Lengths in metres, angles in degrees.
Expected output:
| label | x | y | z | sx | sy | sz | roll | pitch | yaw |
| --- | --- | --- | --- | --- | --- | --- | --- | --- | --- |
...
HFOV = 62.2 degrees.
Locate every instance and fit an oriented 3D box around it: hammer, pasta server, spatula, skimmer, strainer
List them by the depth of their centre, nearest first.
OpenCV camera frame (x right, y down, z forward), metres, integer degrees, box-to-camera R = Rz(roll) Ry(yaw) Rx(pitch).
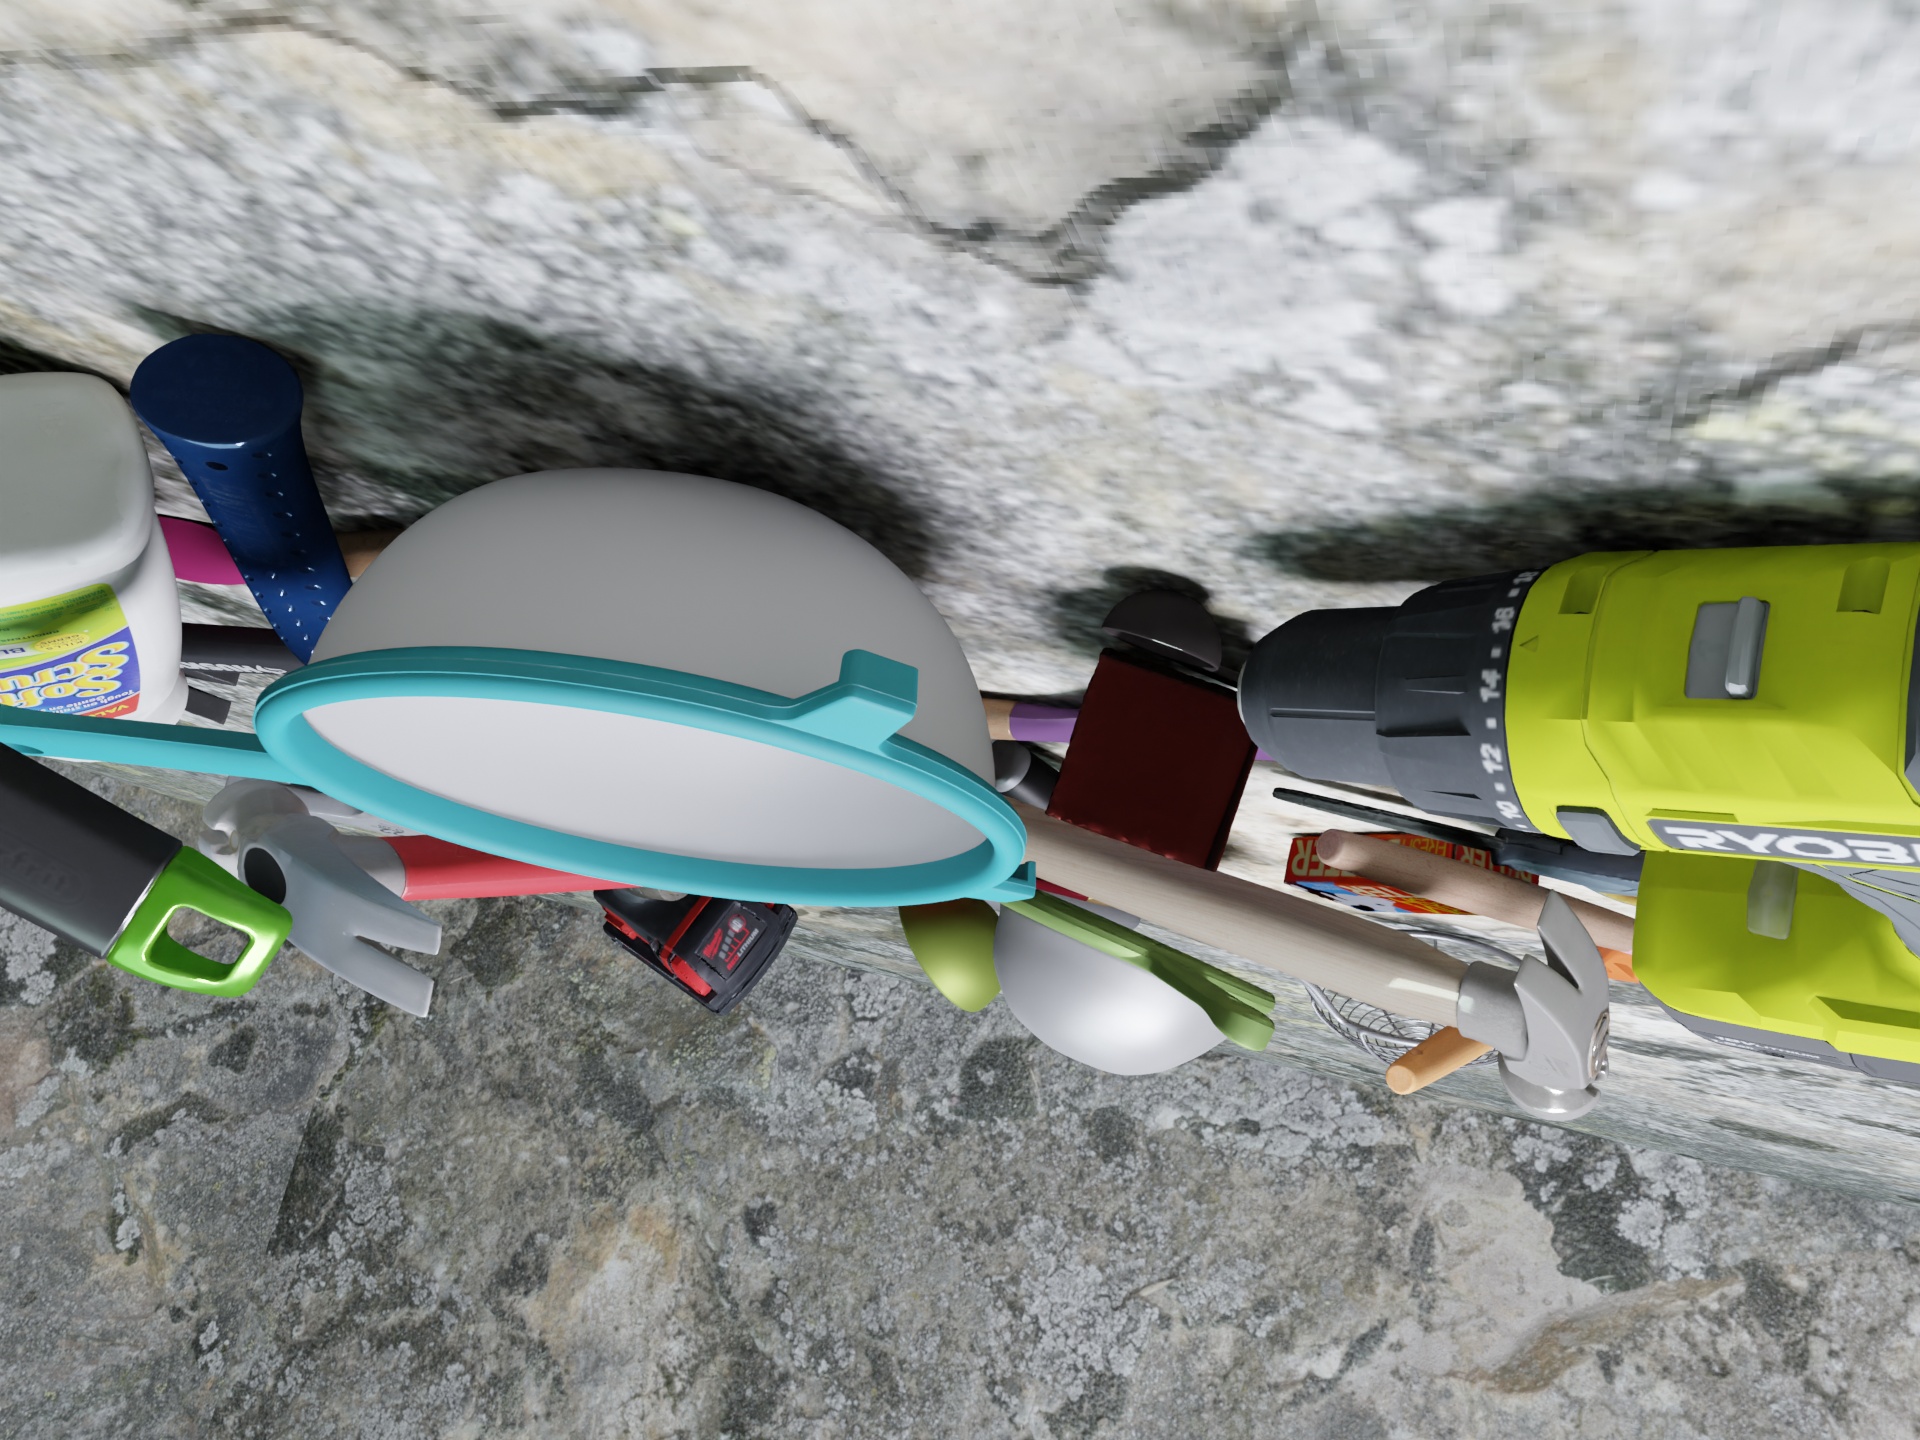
| label | x | y | z | sx | sy | sz | roll | pitch | yaw |
| --- | --- | --- | --- | --- | --- | --- | --- | --- | --- |
| strainer | -0.143 | -0.020 | 0.473 | 0.340 | 0.095 | 0.210 | 5 | 162 | 14 |
| hammer | -0.241 | -0.020 | 0.602 | 0.144 | 0.035 | 0.405 | 13 | 158 | -7 |
| spatula | -0.001 | -0.002 | 0.616 | 0.316 | 0.018 | 0.059 | 5 | 171 | 32 |
| hammer | 0.039 | 0.048 | 0.621 | 0.411 | 0.038 | 0.146 | 17 | 160 | 30 |
| pasta server | 0.254 | 0.090 | 0.647 | 0.316 | 0.040 | 0.060 | 17 | 169 | -33 |
| hammer | -0.102 | 0.061 | 0.681 | 0.143 | 0.038 | 0.386 | 22 | -167 | 39 |
| hammer | -0.272 | -0.027 | 0.707 | 0.335 | 0.035 | 0.146 | 4 | 164 | 20 |
| spatula | 0.269 | 0.133 | 0.727 | 0.081 | 0.041 | 0.322 | 4 | -173 | 39 |
| strainer | 0.082 | 0.136 | 0.731 | 0.151 | 0.069 | 0.256 | 24 | 178 | -9 |
| skimmer | 0.155 | 0.079 | 0.769 | 0.363 | 0.090 | 0.127 | 35 | 178 | -33 |

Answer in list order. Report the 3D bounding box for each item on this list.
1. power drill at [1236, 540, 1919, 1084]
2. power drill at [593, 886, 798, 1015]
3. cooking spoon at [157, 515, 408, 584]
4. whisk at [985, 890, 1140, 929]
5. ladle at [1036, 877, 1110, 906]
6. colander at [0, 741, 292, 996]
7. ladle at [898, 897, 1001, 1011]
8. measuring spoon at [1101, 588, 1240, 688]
| label | x | y | z | sx | sy | sz | roll | pitch | yaw |
| --- | --- | --- | --- | --- | --- | --- | --- | --- | --- |
| power drill | 0.195 | 0.025 | 0.392 | 0.191 | 0.080 | 0.228 | 2 | 160 | 42 |
| power drill | -0.180 | 0.085 | 0.908 | 0.188 | 0.080 | 0.226 | 26 | 161 | 34 |
| cooking spoon | -0.255 | -0.064 | 0.620 | 0.319 | 0.017 | 0.068 | 4 | 164 | 42 |
| whisk | 0.009 | 0.109 | 1.042 | 0.239 | 0.055 | 0.055 | 13 | 168 | -14 |
| ladle | 0.096 | 0.100 | 0.894 | 0.315 | 0.031 | 0.069 | 10 | 177 | -12 |
| colander | -0.351 | -0.051 | 0.412 | 0.396 | 0.204 | 0.095 | 34 | -167 | -17 |
| ladle | -0.103 | 0.094 | 0.973 | 0.320 | 0.062 | 0.078 | 18 | 174 | 34 |
| measuring spoon | 0.086 | -0.018 | 0.472 | 0.034 | 0.018 | 0.124 | 19 | -179 | 42 |
